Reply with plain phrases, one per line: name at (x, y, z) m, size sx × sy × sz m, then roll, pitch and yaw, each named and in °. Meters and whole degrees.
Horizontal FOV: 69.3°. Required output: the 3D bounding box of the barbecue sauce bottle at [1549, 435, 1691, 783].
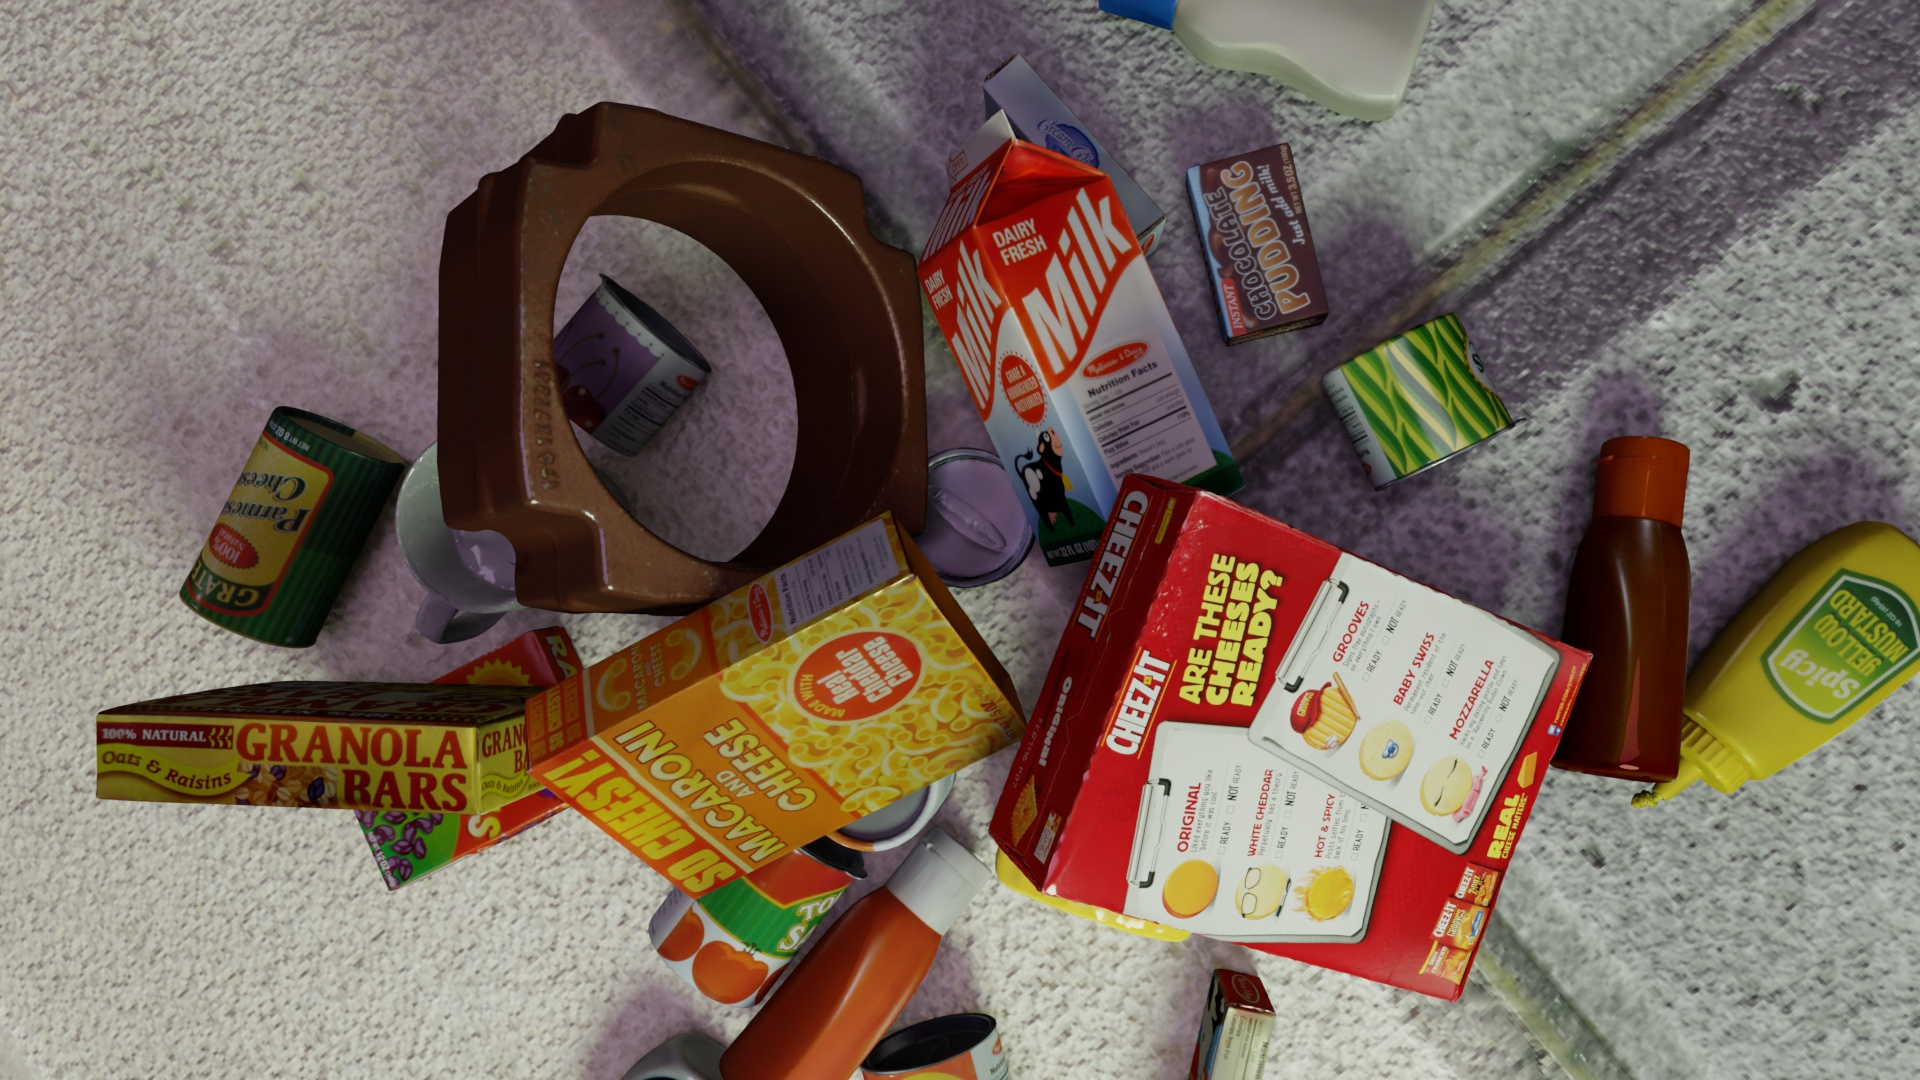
barbecue sauce bottle at (0.293, 0.029, 0.611) m, size 0.044 × 0.065 × 0.148 m, roll 11°, pitch 81°, yaw -3°

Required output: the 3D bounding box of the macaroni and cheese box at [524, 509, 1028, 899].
macaroni and cheese box at (-0.071, 0.072, 0.568) m, size 0.166 × 0.123 × 0.040 m, roll -27°, pitch 45°, yaw 6°

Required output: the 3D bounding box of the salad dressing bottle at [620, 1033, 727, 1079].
salad dressing bottle at (-0.159, 0.311, 0.668) m, size 0.064 × 0.044 × 0.147 m, roll 33°, pitch 93°, yaw 8°

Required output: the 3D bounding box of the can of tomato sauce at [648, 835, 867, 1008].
can of tomato sauce at (-0.094, 0.167, 0.653) m, size 0.071 × 0.071 × 0.083 m, roll 37°, pitch 94°, yaw 7°

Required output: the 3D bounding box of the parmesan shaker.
parmesan shaker at (-0.332, -0.008, 0.689) m, size 0.071 × 0.071 × 0.103 m, roll 28°, pitch 92°, yaw 7°

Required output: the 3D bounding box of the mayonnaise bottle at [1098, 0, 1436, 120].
mayonnaise bottle at (0.140, -0.246, 0.648) m, size 0.148 × 0.041 × 0.064 m, roll 19°, pitch 90°, yaw 8°

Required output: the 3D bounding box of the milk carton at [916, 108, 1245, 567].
milk carton at (0.044, -0.091, 0.616) m, size 0.074 × 0.072 × 0.190 m, roll -26°, pitch 94°, yaw -23°

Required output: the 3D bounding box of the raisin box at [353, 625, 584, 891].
raisin box at (-0.238, 0.107, 0.687) m, size 0.123 × 0.040 × 0.086 m, roll -27°, pitch 84°, yaw 7°

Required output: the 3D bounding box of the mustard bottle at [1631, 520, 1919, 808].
mustard bottle at (0.357, 0.064, 0.606) m, size 0.065 × 0.049 × 0.160 m, roll 45°, pitch 94°, yaw 8°

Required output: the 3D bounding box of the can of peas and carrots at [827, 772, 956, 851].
can of peas and carrots at (-0.040, 0.106, 0.651) m, size 0.071 × 0.059 × 0.071 m, roll 0°, pitch 88°, yaw 7°

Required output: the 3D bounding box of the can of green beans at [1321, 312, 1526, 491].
can of green beans at (0.204, -0.062, 0.621) m, size 0.071 × 0.071 × 0.058 m, roll -26°, pitch 85°, yaw 6°

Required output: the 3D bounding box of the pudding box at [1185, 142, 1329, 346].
pudding box at (0.138, -0.138, 0.650) m, size 0.049 × 0.030 × 0.083 m, roll -13°, pitch 87°, yaw 8°

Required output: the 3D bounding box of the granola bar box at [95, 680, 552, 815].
granola bar box at (-0.258, 0.086, 0.607) m, size 0.165 × 0.124 × 0.039 m, roll 1°, pitch 90°, yaw 8°

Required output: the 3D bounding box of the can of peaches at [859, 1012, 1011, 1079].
can of peaches at (-0.010, 0.259, 0.640) m, size 0.071 × 0.071 × 0.058 m, roll -16°, pitch 88°, yaw 7°

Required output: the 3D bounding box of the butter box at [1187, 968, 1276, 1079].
butter box at (0.118, 0.253, 0.630) m, size 0.024 × 0.053 × 0.103 m, roll 13°, pitch 91°, yaw 5°

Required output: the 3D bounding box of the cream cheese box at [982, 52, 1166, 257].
cream cheese box at (0.052, -0.174, 0.650) m, size 0.024 × 0.053 × 0.104 m, roll -41°, pitch 85°, yaw -2°

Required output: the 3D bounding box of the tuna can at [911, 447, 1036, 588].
tuna can at (0.002, -0.008, 0.662) m, size 0.071 × 0.033 × 0.071 m, roll 0°, pitch 88°, yaw 7°

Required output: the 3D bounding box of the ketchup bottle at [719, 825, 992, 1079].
ketchup bottle at (-0.046, 0.200, 0.643) m, size 0.043 × 0.065 × 0.149 m, roll 45°, pitch 79°, yaw -21°

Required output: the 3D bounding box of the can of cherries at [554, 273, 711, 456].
can of cherries at (-0.166, -0.084, 0.670) m, size 0.071 × 0.071 × 0.058 m, roll 43°, pitch 95°, yaw 6°
